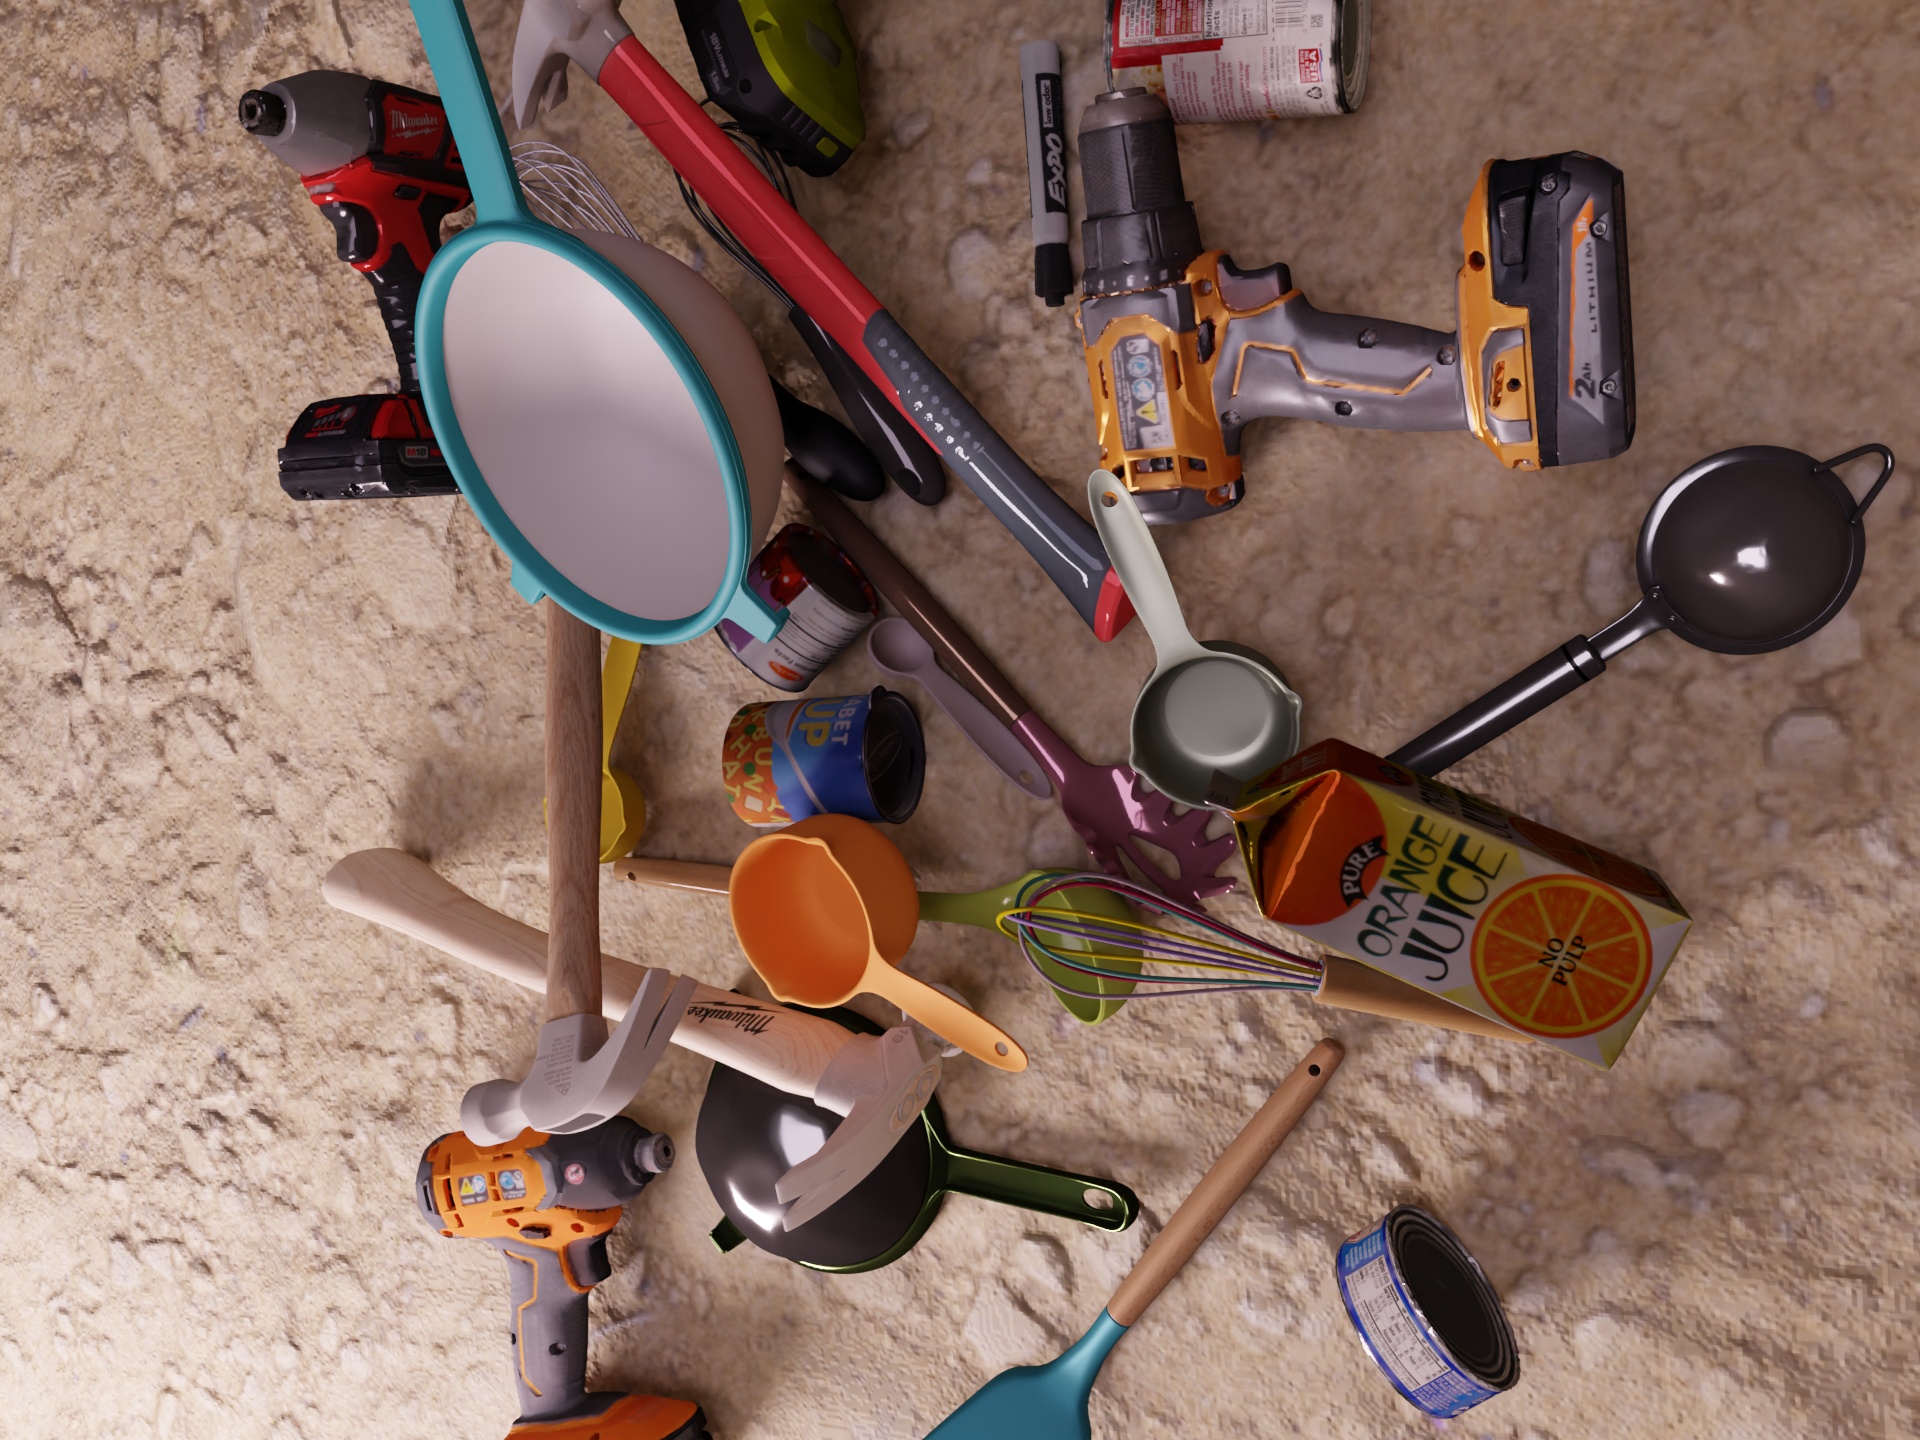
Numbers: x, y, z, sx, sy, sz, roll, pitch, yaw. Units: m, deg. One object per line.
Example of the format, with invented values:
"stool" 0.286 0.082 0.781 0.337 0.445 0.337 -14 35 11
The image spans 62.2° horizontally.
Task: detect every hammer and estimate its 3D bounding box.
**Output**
"hammer" -0.197 0.041 0.817 0.130 0.031 0.332 -19 64 28
"hammer" -0.057 -0.183 0.742 0.386 0.038 0.143 47 155 -8
"hammer" -0.202 0.144 0.851 0.411 0.146 0.038 14 126 29

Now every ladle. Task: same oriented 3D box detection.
"ladle" -0.056 0.099 0.820 0.320 0.062 0.078 4 118 27

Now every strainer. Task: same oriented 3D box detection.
"strainer" -0.169 -0.204 0.739 0.211 0.095 0.340 10 126 37
"strainer" 0.270 -0.029 0.668 0.258 0.050 0.087 -37 95 27
"strainer" -0.039 0.234 0.818 0.256 0.069 0.151 5 98 25

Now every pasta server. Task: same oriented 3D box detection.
"pasta server" 0.014 -0.023 0.783 0.316 0.060 0.040 48 157 15

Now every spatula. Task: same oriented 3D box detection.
"spatula" 0.090 0.279 0.779 0.082 0.044 0.317 38 108 18

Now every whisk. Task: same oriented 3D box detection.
"whisk" 0.136 0.109 0.703 0.245 0.051 0.047 12 125 -2
"whisk" -0.074 -0.210 0.800 0.055 0.055 0.239 -34 86 24
"whisk" -0.146 -0.206 0.829 0.285 0.070 0.070 41 110 9

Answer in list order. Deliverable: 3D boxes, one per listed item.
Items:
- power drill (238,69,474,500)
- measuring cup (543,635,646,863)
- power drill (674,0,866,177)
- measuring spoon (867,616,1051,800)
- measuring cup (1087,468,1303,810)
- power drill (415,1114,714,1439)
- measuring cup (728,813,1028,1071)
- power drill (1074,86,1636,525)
"power drill" -0.311 -0.230 0.851 0.078 0.143 0.219 1 99 27
"measuring cup" -0.190 0.005 0.890 0.062 0.029 0.156 14 89 29
"power drill" -0.015 -0.355 0.715 0.228 0.080 0.191 -32 62 24
"measuring spoon" -0.001 -0.003 0.802 0.124 0.034 0.018 46 147 8
"measuring cup" 0.098 -0.040 0.722 0.083 0.038 0.167 -23 101 17
"power drill" -0.213 0.336 0.904 0.164 0.084 0.226 -16 85 24
"measuring cup" -0.029 0.108 0.754 0.174 0.052 0.095 29 119 22
"power drill" 0.155 -0.182 0.665 0.226 0.084 0.185 -2 109 27
